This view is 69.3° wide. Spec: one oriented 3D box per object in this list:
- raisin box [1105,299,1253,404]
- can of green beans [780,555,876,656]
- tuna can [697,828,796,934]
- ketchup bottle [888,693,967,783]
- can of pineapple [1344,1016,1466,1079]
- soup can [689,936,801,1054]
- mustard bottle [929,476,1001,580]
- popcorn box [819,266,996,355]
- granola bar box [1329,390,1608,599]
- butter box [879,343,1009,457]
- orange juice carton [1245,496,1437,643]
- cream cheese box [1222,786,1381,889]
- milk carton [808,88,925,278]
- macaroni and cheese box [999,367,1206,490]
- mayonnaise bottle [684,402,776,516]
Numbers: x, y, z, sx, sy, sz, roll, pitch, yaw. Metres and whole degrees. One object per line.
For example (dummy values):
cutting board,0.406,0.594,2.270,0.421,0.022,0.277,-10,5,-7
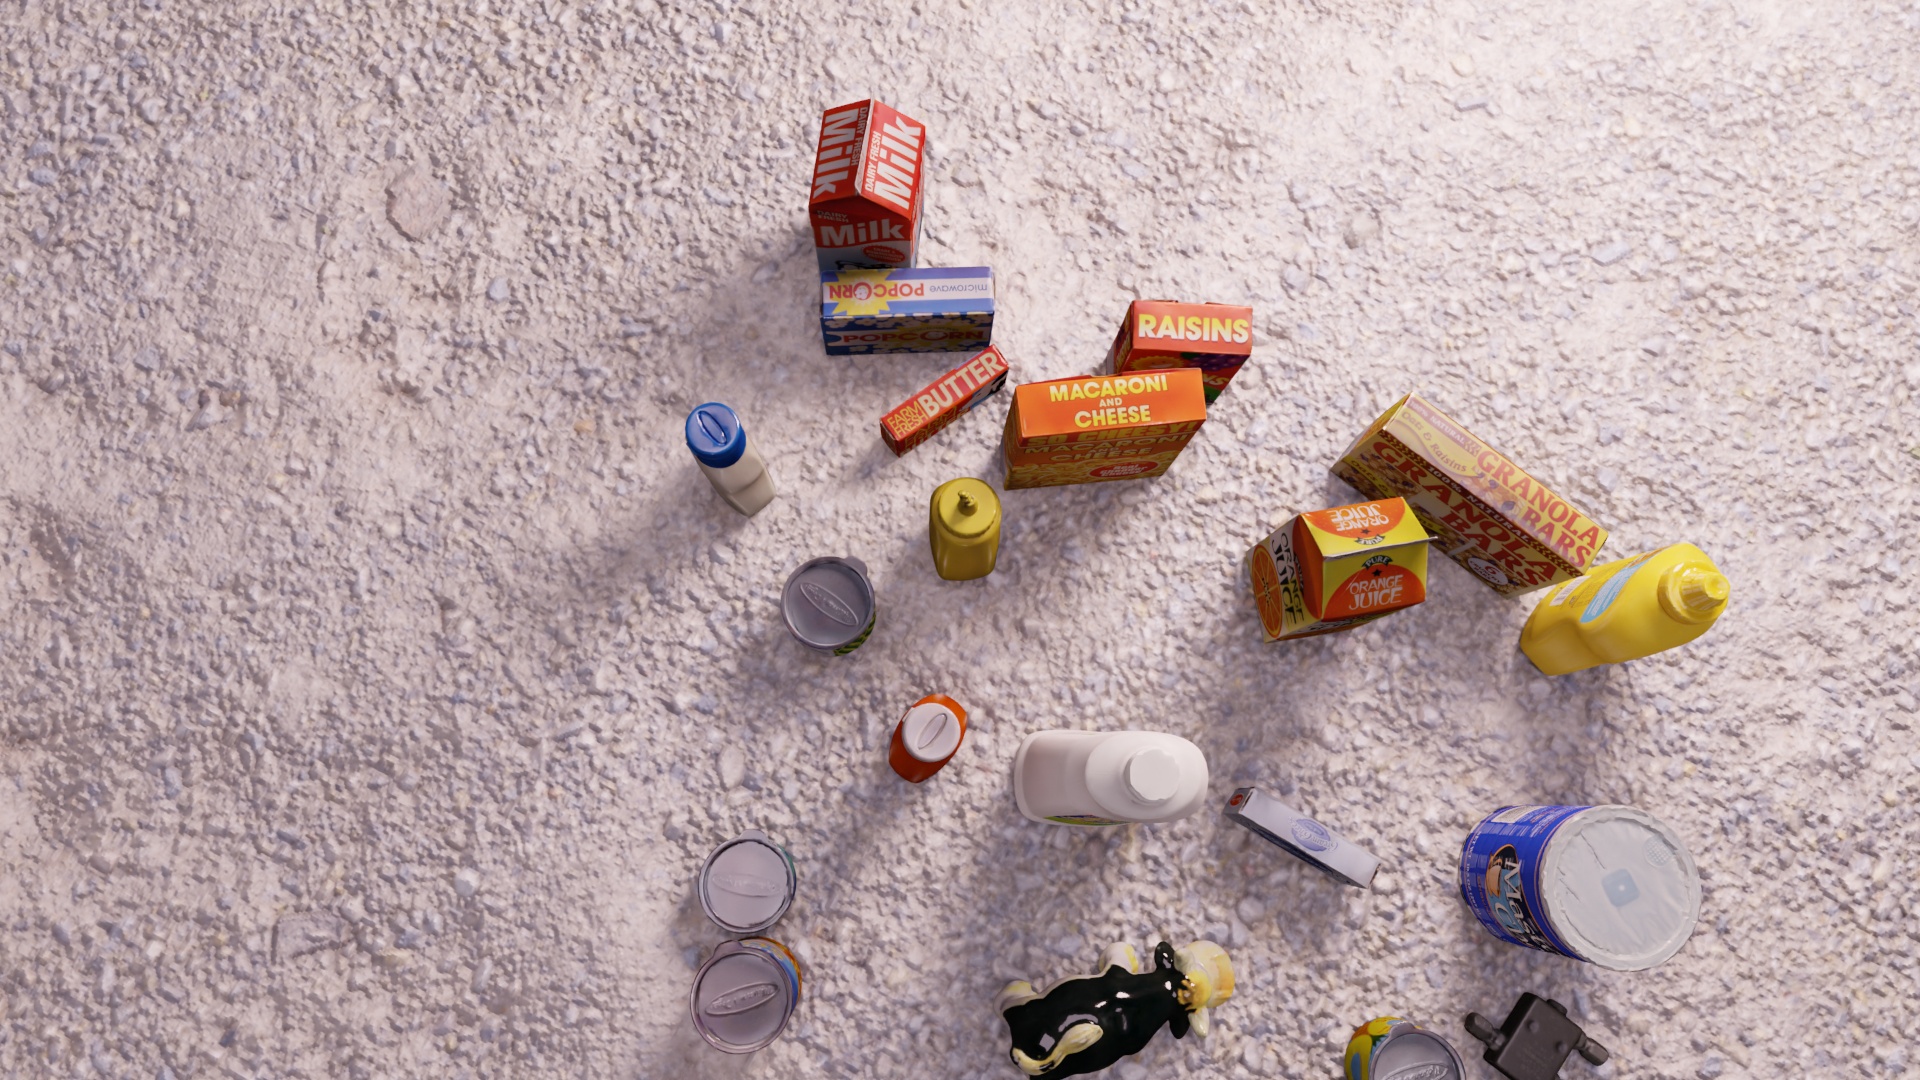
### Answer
raisin box,0.157,-0.135,1.010,0.086,0.123,0.040,3,80,-2
can of green beans,-0.094,0.048,0.997,0.071,0.057,0.071,0,79,-2
tuna can,-0.148,0.237,0.971,0.071,0.032,0.071,0,79,-2
ketchup bottle,-0.022,0.132,0.938,0.043,0.148,0.065,37,80,5
can of pineapple,0.304,0.362,0.952,0.071,0.057,0.071,0,79,-2
soup can,-0.143,0.300,0.933,0.071,0.083,0.071,0,79,-2
mustard bottle,0.003,-0.012,0.961,0.049,0.160,0.065,-7,80,-3
popcorn box,-0.039,-0.169,1.028,0.127,0.085,0.038,-2,80,-3
granola bar box,0.360,-0.030,0.997,0.165,0.124,0.039,37,80,5
butter box,-0.012,-0.103,1.032,0.103,0.053,0.024,-34,83,-8
orange juice carton,0.257,0.021,0.948,0.072,0.192,0.073,-9,80,-4
cream cheese box,0.240,0.209,0.982,0.104,0.053,0.024,30,80,4
milk carton,-0.065,-0.244,0.988,0.073,0.190,0.072,8,79,-1
macaroni and cheese box,0.094,-0.076,0.974,0.124,0.166,0.040,-6,80,-3
mayonnaise bottle,-0.162,-0.059,0.969,0.041,0.148,0.065,-38,83,-8
